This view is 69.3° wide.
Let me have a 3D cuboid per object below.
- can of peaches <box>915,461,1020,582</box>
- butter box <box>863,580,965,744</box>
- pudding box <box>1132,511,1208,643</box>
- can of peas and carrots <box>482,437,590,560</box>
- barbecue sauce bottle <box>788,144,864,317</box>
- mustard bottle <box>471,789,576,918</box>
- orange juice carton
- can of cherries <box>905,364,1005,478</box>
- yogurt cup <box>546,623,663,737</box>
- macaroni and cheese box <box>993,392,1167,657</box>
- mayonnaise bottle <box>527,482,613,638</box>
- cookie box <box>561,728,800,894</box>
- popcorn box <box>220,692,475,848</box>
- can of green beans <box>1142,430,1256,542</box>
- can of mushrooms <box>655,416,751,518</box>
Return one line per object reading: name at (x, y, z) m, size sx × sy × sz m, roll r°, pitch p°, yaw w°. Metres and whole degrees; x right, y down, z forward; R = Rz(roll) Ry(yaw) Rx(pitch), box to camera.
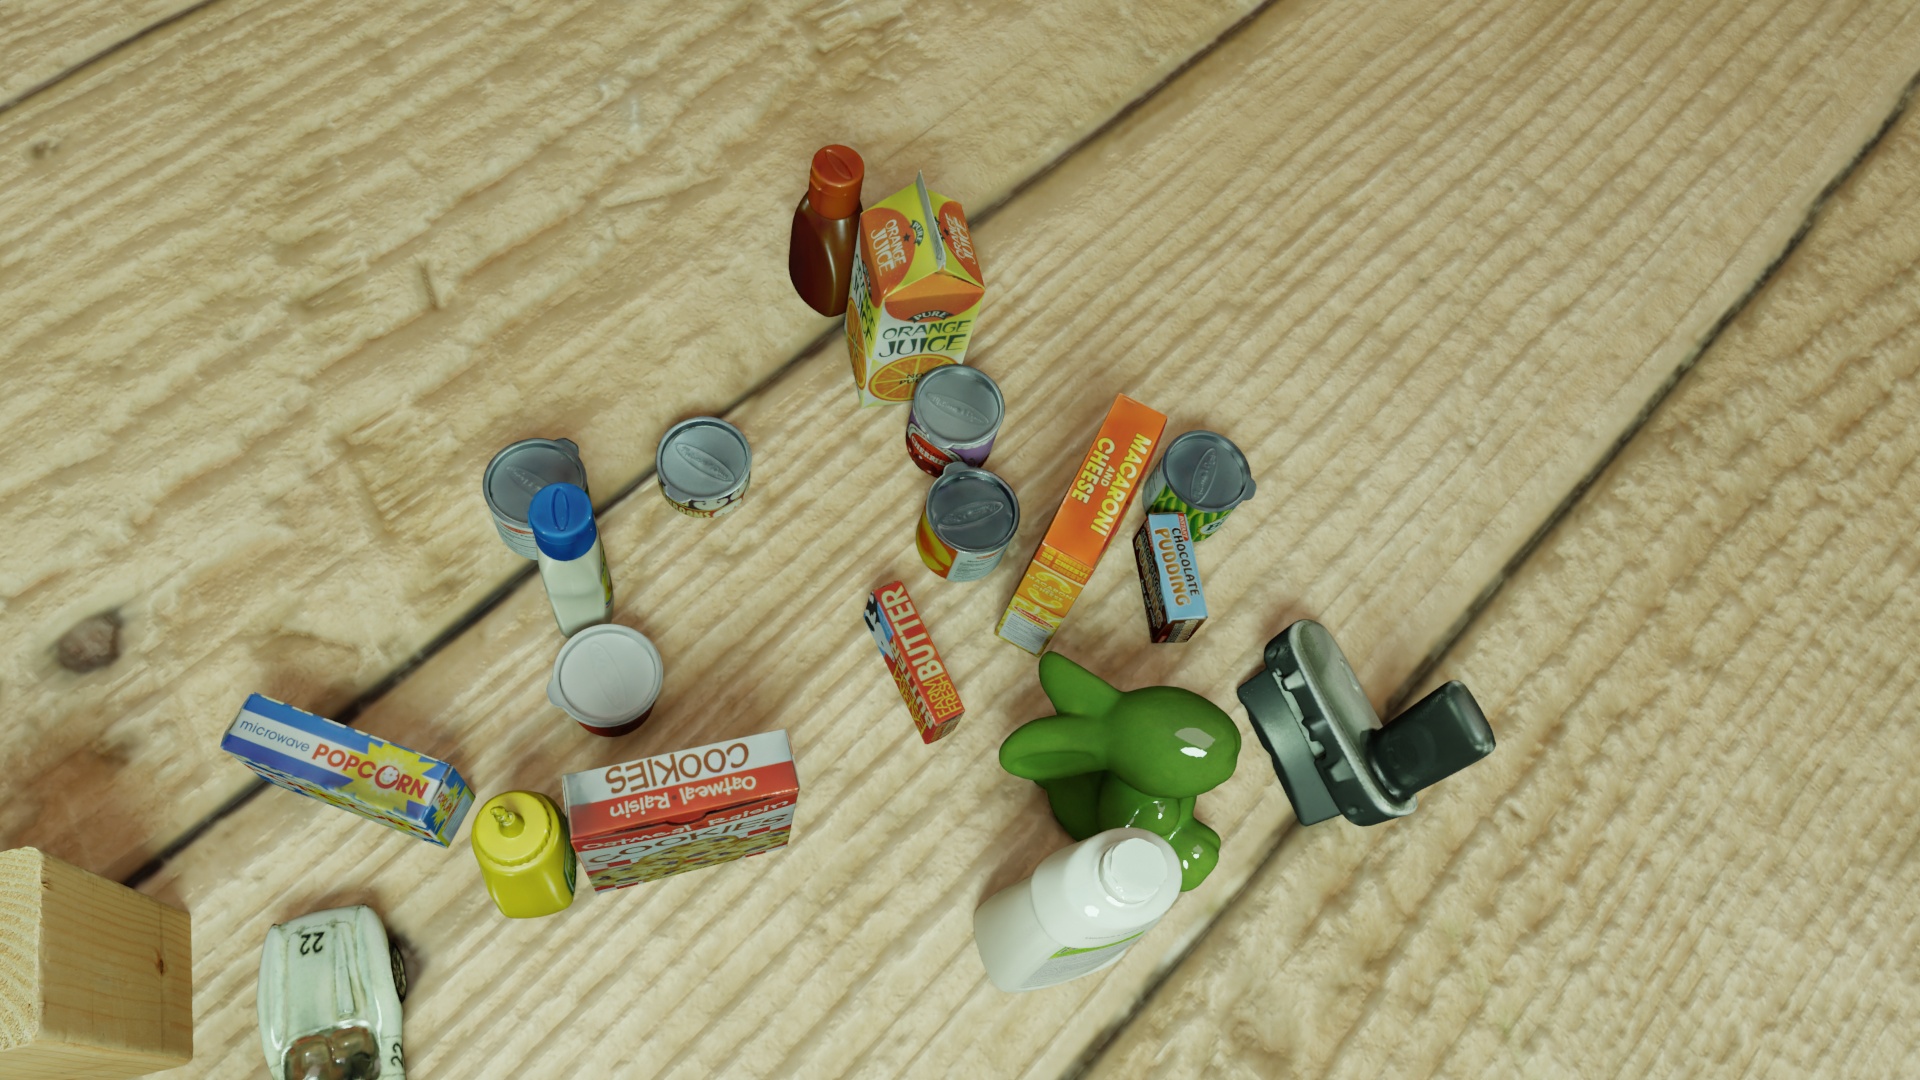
can of peaches at (0.004, -0.012, 0.981) m, size 0.071 × 0.057 × 0.071 m, roll 4°, pitch 66°, yaw -8°
butter box at (-0.032, 0.082, 0.936) m, size 0.024 × 0.053 × 0.104 m, roll -21°, pitch 72°, yaw -18°
pudding box at (0.150, 0.027, 0.994) m, size 0.030 × 0.049 × 0.084 m, roll -3°, pitch 67°, yaw -11°
can of peas and carrots at (-0.282, -0.029, 0.938) m, size 0.071 × 0.058 × 0.071 m, roll 4°, pitch 66°, yaw -8°
barbecue sauce bottle at (-0.095, -0.226, 1.009) m, size 0.044 × 0.148 × 0.065 m, roll -32°, pitch 75°, yaw -21°
mustard bottle at (-0.250, 0.176, 0.796) m, size 0.049 × 0.159 × 0.065 m, roll -7°, pitch 68°, yaw -13°
orange juice carton at (-0.033, -0.172, 0.972) m, size 0.073 × 0.191 × 0.072 m, roll -8°, pitch 68°, yaw -13°
can of cherries at (-0.007, -0.084, 1.011) m, size 0.071 × 0.058 × 0.072 m, roll 4°, pitch 66°, yaw -8°
yogurt cup at (-0.226, 0.094, 0.896) m, size 0.072 × 0.053 × 0.072 m, roll 4°, pitch 66°, yaw -8°
macaroni and cheese box at (0.079, -0.006, 0.932) m, size 0.040 × 0.165 × 0.124 m, roll 27°, pitch 65°, yaw 3°
mayonnaise bottle at (-0.245, 0.011, 0.877) m, size 0.041 × 0.147 × 0.065 m, roll -6°, pitch 68°, yaw -12°
cookie box at (-0.161, 0.162, 0.814) m, size 0.123 × 0.166 × 0.040 m, roll -11°, pitch 69°, yaw -14°
popcorn box at (-0.364, 0.139, 0.834) m, size 0.127 × 0.085 × 0.038 m, roll 21°, pitch 65°, yaw -1°
can of green beans at (0.173, -0.039, 1.023) m, size 0.071 × 0.057 × 0.071 m, roll 4°, pitch 66°, yaw -8°
can of mushrooms at (-0.182, -0.049, 0.979) m, size 0.071 × 0.033 × 0.071 m, roll 4°, pitch 66°, yaw -8°
